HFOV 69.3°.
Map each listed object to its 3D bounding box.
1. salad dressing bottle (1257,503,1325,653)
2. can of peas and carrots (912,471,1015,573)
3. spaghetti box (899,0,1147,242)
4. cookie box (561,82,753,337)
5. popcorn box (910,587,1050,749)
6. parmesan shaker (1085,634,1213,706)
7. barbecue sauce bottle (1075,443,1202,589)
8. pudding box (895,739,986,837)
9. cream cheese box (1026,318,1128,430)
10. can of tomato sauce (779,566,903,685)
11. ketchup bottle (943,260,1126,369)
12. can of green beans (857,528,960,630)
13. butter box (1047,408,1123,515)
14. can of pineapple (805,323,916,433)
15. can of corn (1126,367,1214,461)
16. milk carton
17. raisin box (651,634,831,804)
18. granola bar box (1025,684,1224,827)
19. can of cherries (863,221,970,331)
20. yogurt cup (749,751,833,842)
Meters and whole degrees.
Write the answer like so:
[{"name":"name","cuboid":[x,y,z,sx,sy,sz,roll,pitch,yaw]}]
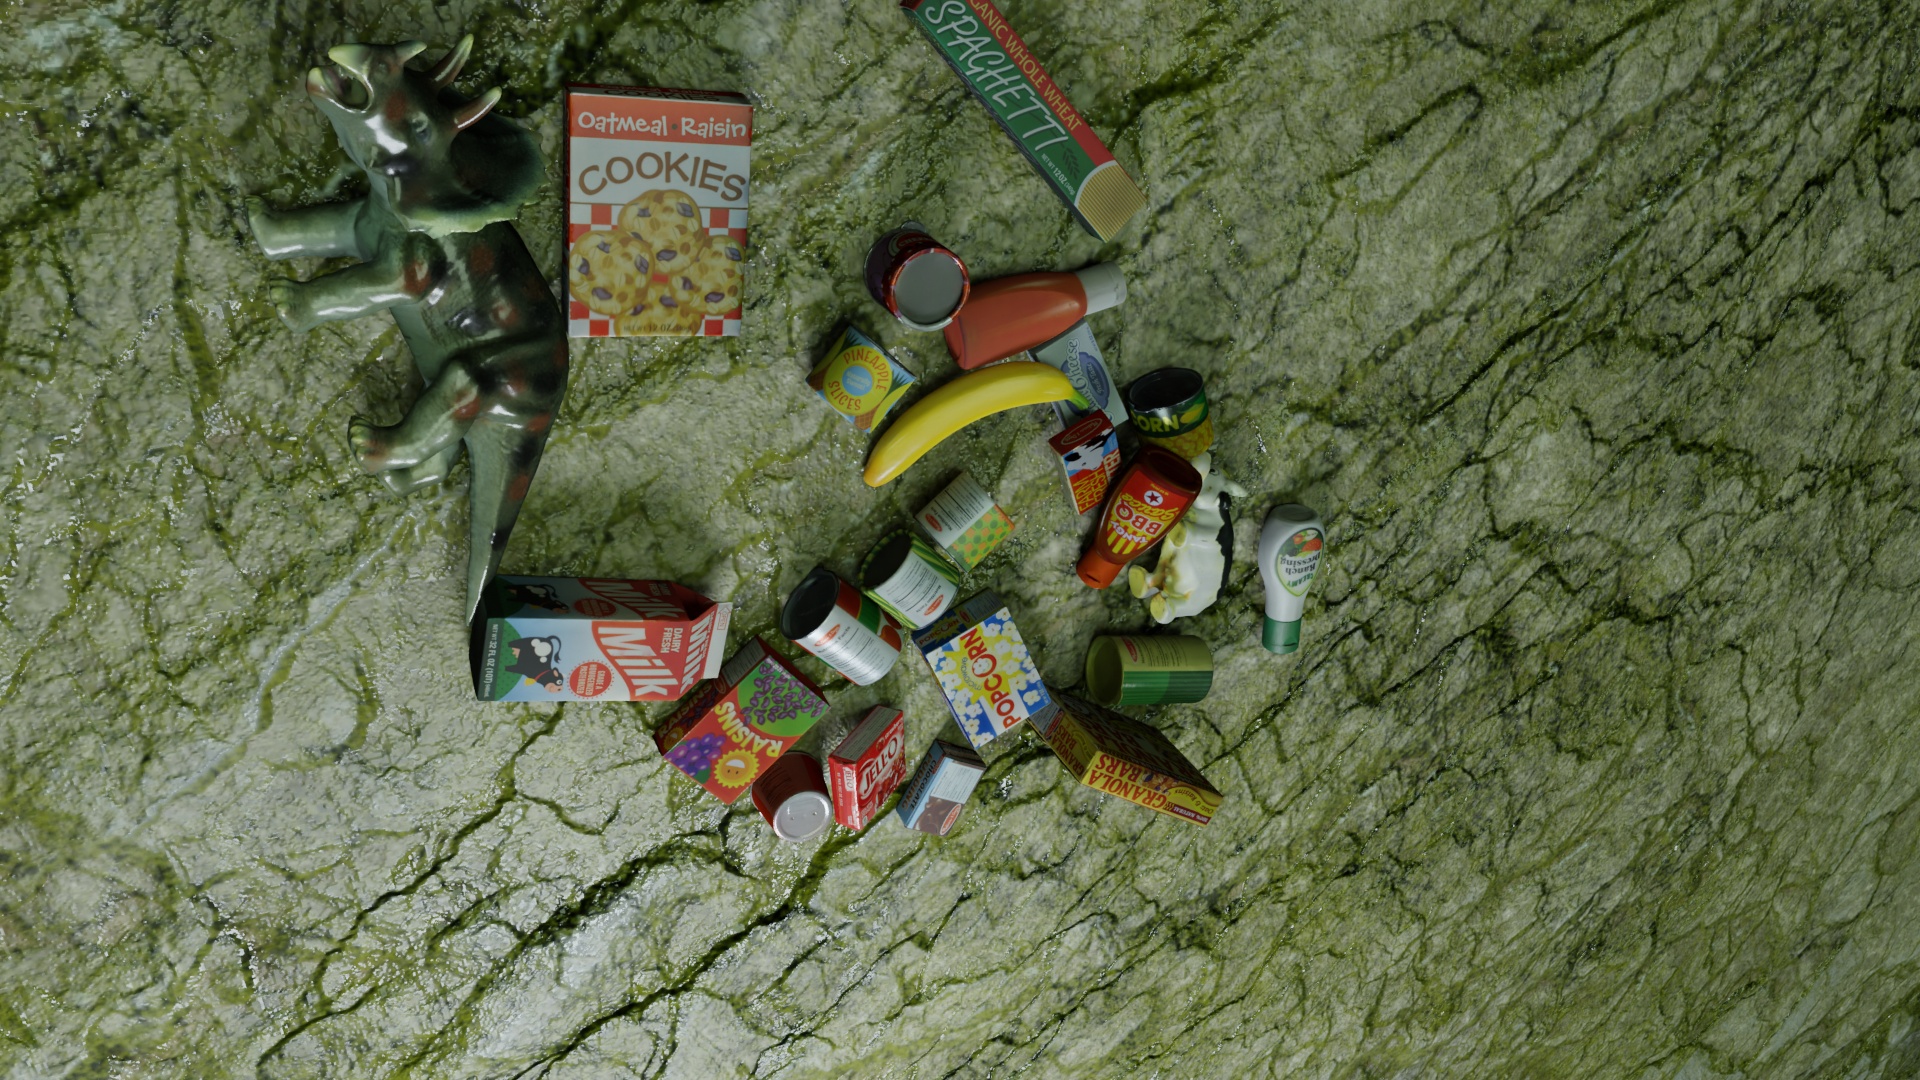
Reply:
[{"name":"salad dressing bottle","cuboid":[0.318,0.039,1.348,0.064,0.044,0.147,-10,119,-19]},{"name":"can of peas and carrots","cuboid":[0.004,-0.015,1.163,0.059,0.071,0.070,-43,125,0]},{"name":"spaghetti box","cuboid":[0.052,-0.326,1.049,0.050,0.029,0.249,-47,125,2]},{"name":"cookie box","cuboid":[-0.213,-0.228,0.969,0.123,0.040,0.166,-4,117,-23]},{"name":"popcorn box","cuboid":[0.020,0.117,1.252,0.085,0.038,0.126,-31,124,-8]},{"name":"parmesan shaker","cuboid":[0.179,0.125,1.310,0.103,0.071,0.071,2,114,-26]},{"name":"barbecue sauce bottle","cuboid":[0.149,-0.016,1.210,0.065,0.044,0.147,30,133,-1]},{"name":"pudding box","cuboid":[-0.019,0.232,1.297,0.049,0.030,0.083,20,105,-33]},{"name":"cream cheese box","cuboid":[0.099,-0.133,1.171,0.053,0.024,0.103,-33,124,-5]},{"name":"can of tomato sauce","cuboid":[-0.098,0.072,1.159,0.071,0.071,0.083,-48,125,4]},{"name":"ketchup bottle","cuboid":[0.061,-0.187,1.114,0.149,0.044,0.064,-20,129,-15]},{"name":"can of green beans","cuboid":[-0.043,0.032,1.160,0.071,0.071,0.057,-47,118,3]},{"name":"butter box","cuboid":[0.109,-0.066,1.186,0.053,0.024,0.103,-31,149,-4]},{"name":"can of pineapple","cuboid":[-0.077,-0.124,1.066,0.071,0.071,0.058,36,97,-34]},{"name":"can of corn","cuboid":[0.180,-0.106,1.196,0.071,0.071,0.058,-26,124,-11]},{"name":"milk carton","cuboid":[-0.274,0.076,1.073,0.191,0.073,0.072,4,113,-27]},{"name":"raisin box","cuboid":[-0.185,0.152,1.174,0.123,0.040,0.086,-44,125,0]},{"name":"granola bar box","cuboid":[0.151,0.202,1.304,0.165,0.124,0.039,24,102,-32]},{"name":"can of cherries","cuboid":[-0.033,-0.201,1.054,0.072,0.058,0.071,-11,119,-20]},{"name":"yogurt cup","cuboid":[-0.146,0.228,1.221,0.072,0.054,0.072,-11,118,-20]}]
